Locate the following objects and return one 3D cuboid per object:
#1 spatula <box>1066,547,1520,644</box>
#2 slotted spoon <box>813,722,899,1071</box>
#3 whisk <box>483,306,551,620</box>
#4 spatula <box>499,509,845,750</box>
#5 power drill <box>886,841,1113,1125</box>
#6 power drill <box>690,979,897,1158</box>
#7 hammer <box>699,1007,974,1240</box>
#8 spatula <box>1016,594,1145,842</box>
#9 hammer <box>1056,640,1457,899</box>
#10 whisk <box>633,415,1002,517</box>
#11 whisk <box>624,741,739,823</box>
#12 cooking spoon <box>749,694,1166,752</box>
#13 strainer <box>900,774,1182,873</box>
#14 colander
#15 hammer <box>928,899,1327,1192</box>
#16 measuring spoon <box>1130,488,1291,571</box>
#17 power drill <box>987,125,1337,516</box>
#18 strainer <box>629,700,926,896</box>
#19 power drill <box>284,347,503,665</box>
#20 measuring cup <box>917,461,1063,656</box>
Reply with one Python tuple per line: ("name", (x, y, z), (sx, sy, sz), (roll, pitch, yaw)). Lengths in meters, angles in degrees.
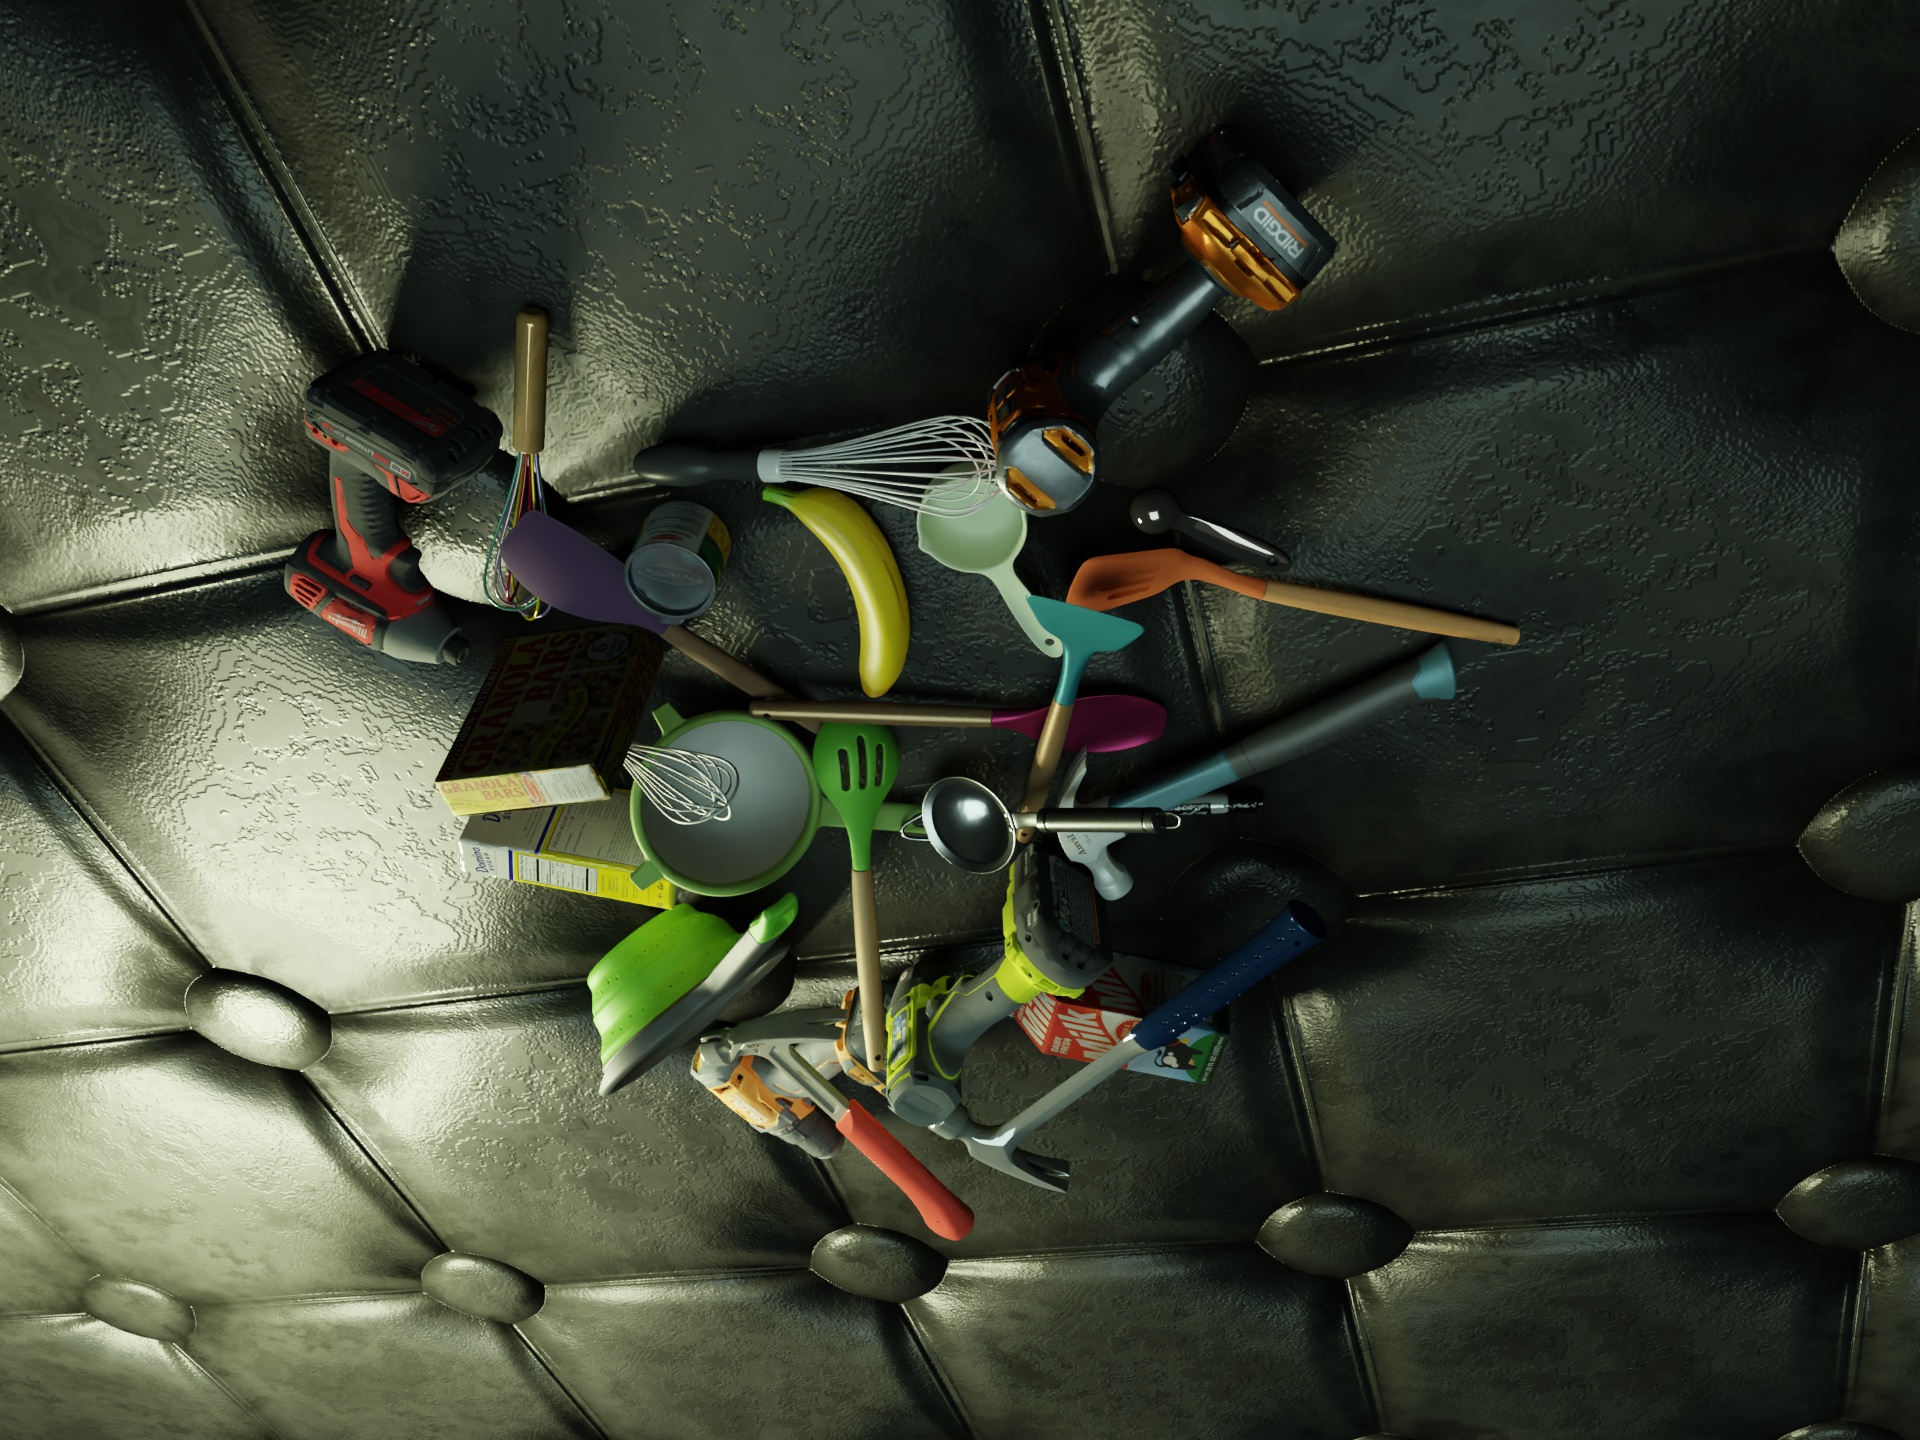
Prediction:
("spatula", (0.237, -0.080, 1.121), (0.322, 0.041, 0.081), (10, 154, -3))
("slotted spoon", (-0.075, 0.142, 1.278), (0.070, 0.031, 0.313), (-9, 109, -19))
("whisk", (-0.307, -0.175, 1.119), (0.051, 0.047, 0.244), (5, 127, -12))
("spatula", (-0.202, -0.055, 1.193), (0.315, 0.018, 0.059), (33, 109, -29))
("power drill", (0.021, 0.211, 1.325), (0.080, 0.171, 0.223), (34, 118, -22))
("power drill", (-0.116, 0.341, 1.503), (0.226, 0.084, 0.185), (-23, 125, 29))
("hammer", (-0.078, 0.375, 1.447), (0.149, 0.037, 0.358), (-14, 132, 28))
("spatula", (0.068, 0.007, 1.182), (0.082, 0.044, 0.317), (16, 141, 3))
("hammer", (0.219, 0.028, 1.203), (0.331, 0.033, 0.128), (-26, 117, 21))
("whisk", (-0.095, -0.170, 1.065), (0.285, 0.070, 0.070), (4, 132, 21))
("whisk", (-0.253, 0.021, 1.198), (0.246, 0.059, 0.057), (24, 154, 37))
("cooking spoon", (-0.002, -0.004, 1.217), (0.319, 0.017, 0.068), (2, 140, -1))
("strainer", (0.062, 0.076, 1.217), (0.258, 0.050, 0.086), (-3, 112, 42))
("colander", (-0.224, 0.191, 1.316), (0.094, 0.204, 0.397), (51, 146, 6))
("hammer", (0.150, 0.277, 1.339), (0.144, 0.035, 0.405), (35, 123, -18))
("measuring spoon", (0.175, -0.126, 1.105), (0.124, 0.018, 0.034), (21, 129, -11))
("power drill", (0.103, -0.238, 0.948), (0.084, 0.164, 0.226), (37, 112, -22))
("strainer", (-0.141, 0.064, 1.287), (0.256, 0.069, 0.151), (6, 101, -20))
("power drill", (-0.399, -0.136, 1.124), (0.143, 0.079, 0.219), (31, 132, 4))
("measuring cup", (0.032, -0.113, 1.125), (0.083, 0.038, 0.167), (-20, 126, 23))
